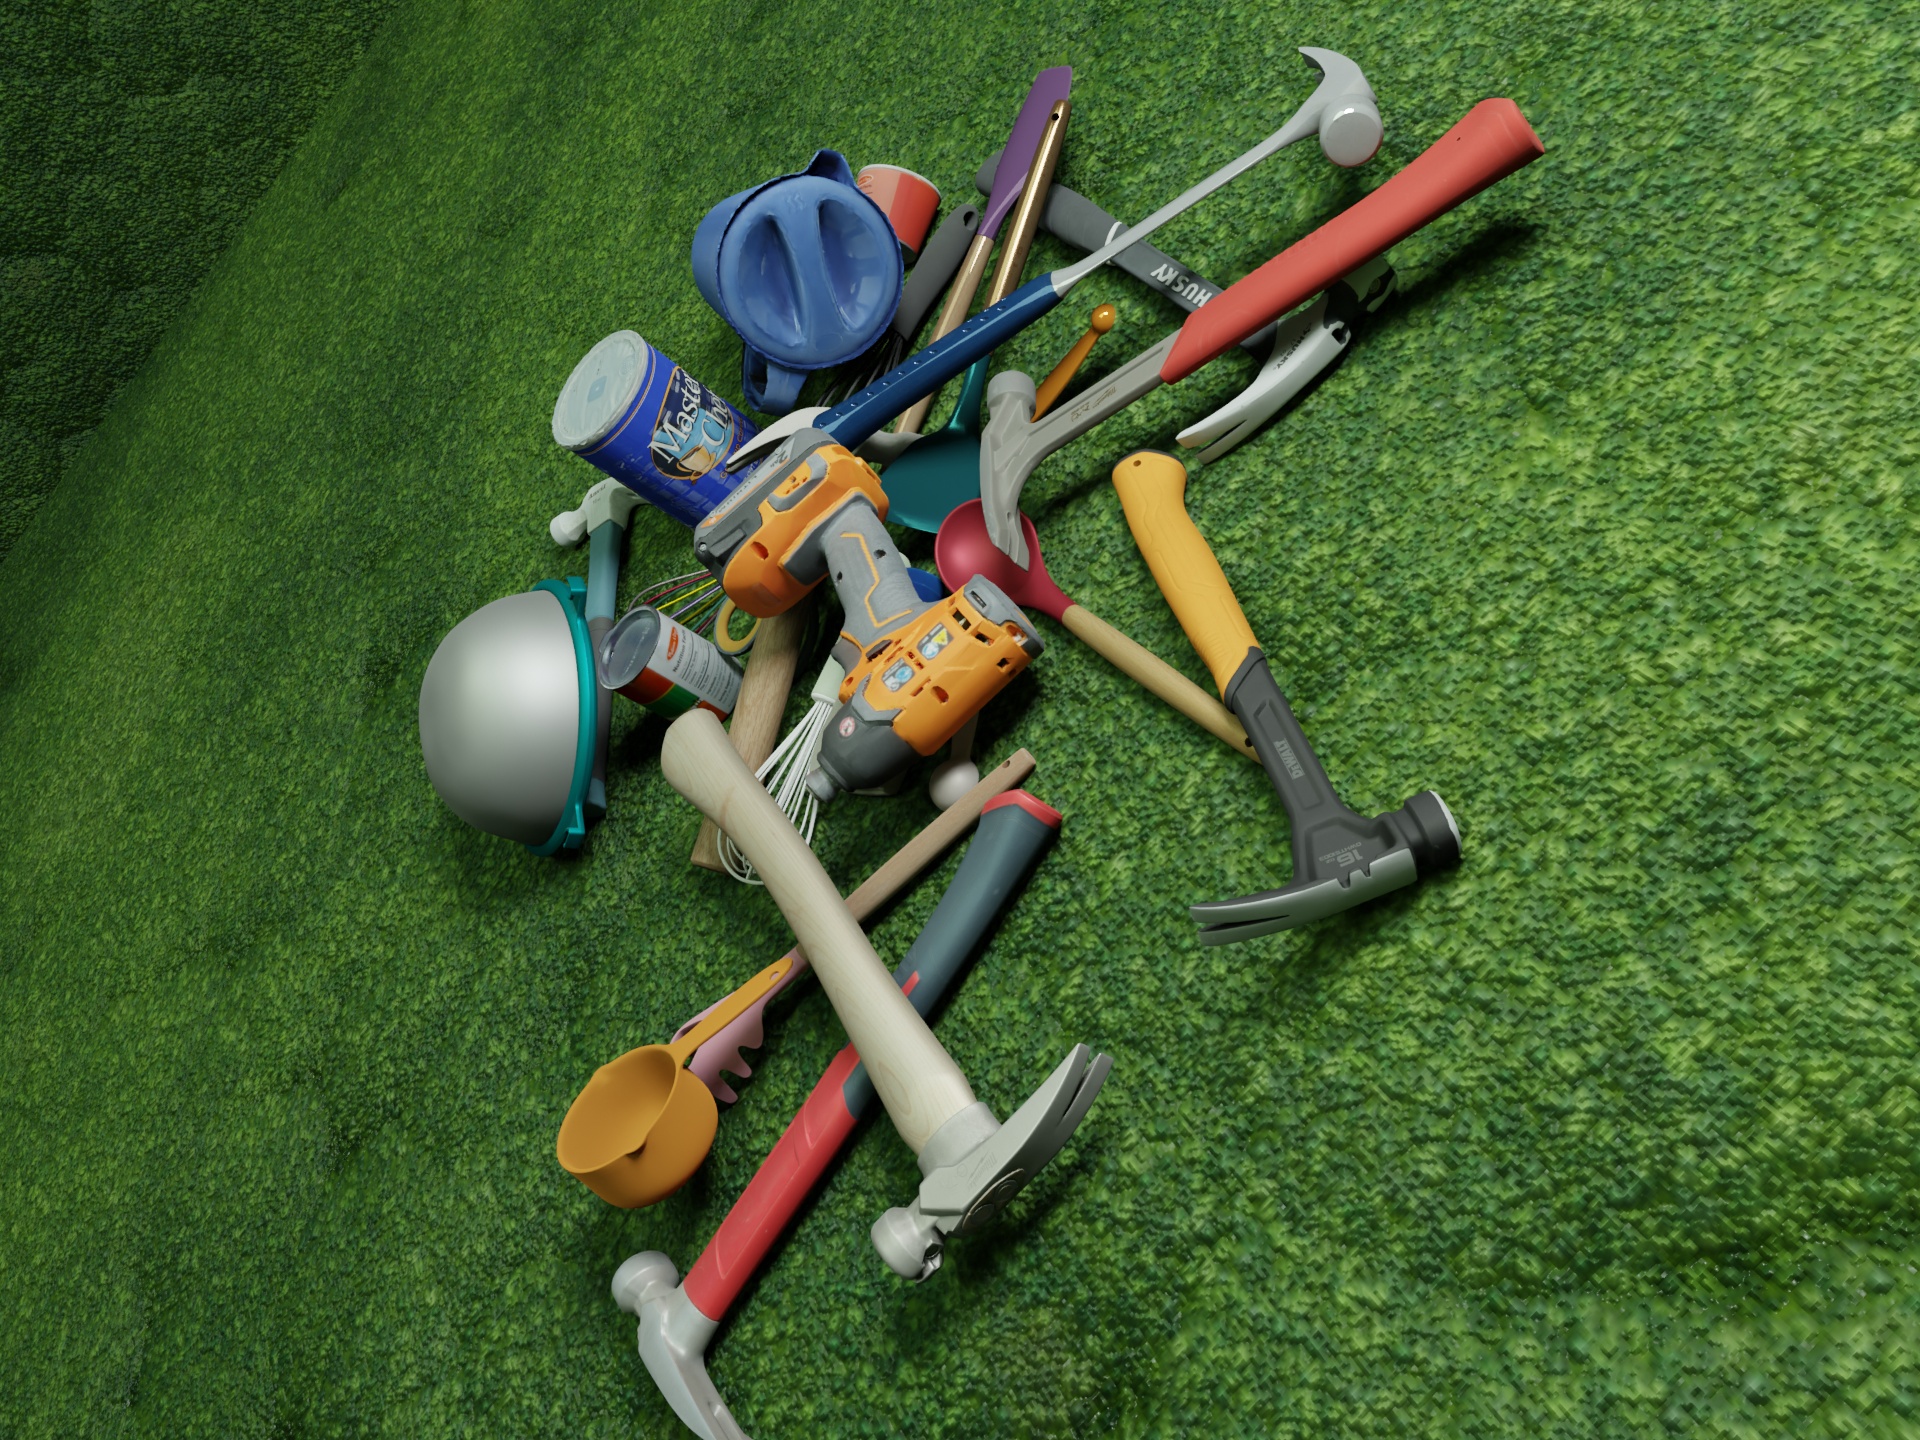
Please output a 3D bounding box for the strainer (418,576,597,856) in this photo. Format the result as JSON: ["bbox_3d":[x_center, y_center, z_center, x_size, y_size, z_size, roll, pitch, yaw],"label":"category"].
[{"bbox_3d":[-0.384,0.000,1.240,0.340,0.095,0.211,-5,84,56],"label":"strainer"}]

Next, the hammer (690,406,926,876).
[{"bbox_3d":[-0.126,-0.058,1.089,0.031,0.130,0.331,110,175,-80],"label":"hammer"}]

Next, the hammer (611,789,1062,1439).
[{"bbox_3d":[-0.054,0.211,0.886,0.386,0.038,0.143,-56,43,2],"label":"hammer"}]

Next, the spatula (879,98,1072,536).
[{"bbox_3d":[0.021,-0.277,1.082,0.082,0.044,0.317,17,88,20],"label":"spatula"}]

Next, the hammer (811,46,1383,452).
[{"bbox_3d":[0.071,-0.279,0.990,0.405,0.035,0.144,-28,30,27],"label":"hammer"}]

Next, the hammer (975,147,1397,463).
[{"bbox_3d":[0.110,-0.303,1.050,0.149,0.036,0.409,-50,41,10],"label":"hammer"}]

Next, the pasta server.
[{"bbox_3d":[-0.070,0.128,0.965,0.316,0.040,0.060,-42,43,11],"label":"pasta server"}]

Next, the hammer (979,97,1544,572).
[{"bbox_3d":[0.155,-0.222,0.896,0.359,0.036,0.149,-28,45,31],"label":"hammer"}]

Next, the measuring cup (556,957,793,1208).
[{"bbox_3d":[-0.153,0.213,0.934,0.173,0.052,0.095,-41,28,-11],"label":"measuring cup"}]

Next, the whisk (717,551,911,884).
[{"bbox_3d":[-0.090,-0.005,1.052,0.059,0.057,0.246,23,76,6],"label":"whisk"}]

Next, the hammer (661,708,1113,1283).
[{"bbox_3d":[-0.072,0.109,0.904,0.146,0.038,0.411,-48,46,7],"label":"hammer"}]

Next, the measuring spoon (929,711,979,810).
[{"bbox_3d":[-0.002,-0.003,0.982,0.034,0.018,0.124,-15,56,38],"label":"measuring spoon"}]

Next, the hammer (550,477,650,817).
[{"bbox_3d":[-0.295,-0.065,1.290,0.128,0.033,0.331,-28,49,31],"label":"hammer"}]

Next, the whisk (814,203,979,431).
[{"bbox_3d":[-0.046,-0.286,1.183,0.055,0.055,0.239,17,74,47],"label":"whisk"}]

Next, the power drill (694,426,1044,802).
[{"bbox_3d":[-0.072,-0.062,0.981,0.164,0.084,0.227,-43,55,3],"label":"power drill"}]

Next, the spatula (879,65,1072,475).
[{"bbox_3d":[0.009,-0.319,1.133,0.060,0.018,0.316,26,94,55],"label":"spatula"}]

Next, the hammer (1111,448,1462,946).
[{"bbox_3d":[0.135,-0.034,0.841,0.127,0.034,0.337,-22,46,5],"label":"hammer"}]

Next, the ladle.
[{"bbox_3d":[0.080,-0.052,0.929,0.069,0.031,0.316,-57,43,8],"label":"ladle"}]

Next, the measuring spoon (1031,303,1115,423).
[{"bbox_3d":[0.064,-0.227,1.035,0.117,0.011,0.021,-47,44,42],"label":"measuring spoon"}]

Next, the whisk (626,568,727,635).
[{"bbox_3d":[-0.166,-0.110,1.188,0.245,0.047,0.051,-29,47,24],"label":"whisk"}]
